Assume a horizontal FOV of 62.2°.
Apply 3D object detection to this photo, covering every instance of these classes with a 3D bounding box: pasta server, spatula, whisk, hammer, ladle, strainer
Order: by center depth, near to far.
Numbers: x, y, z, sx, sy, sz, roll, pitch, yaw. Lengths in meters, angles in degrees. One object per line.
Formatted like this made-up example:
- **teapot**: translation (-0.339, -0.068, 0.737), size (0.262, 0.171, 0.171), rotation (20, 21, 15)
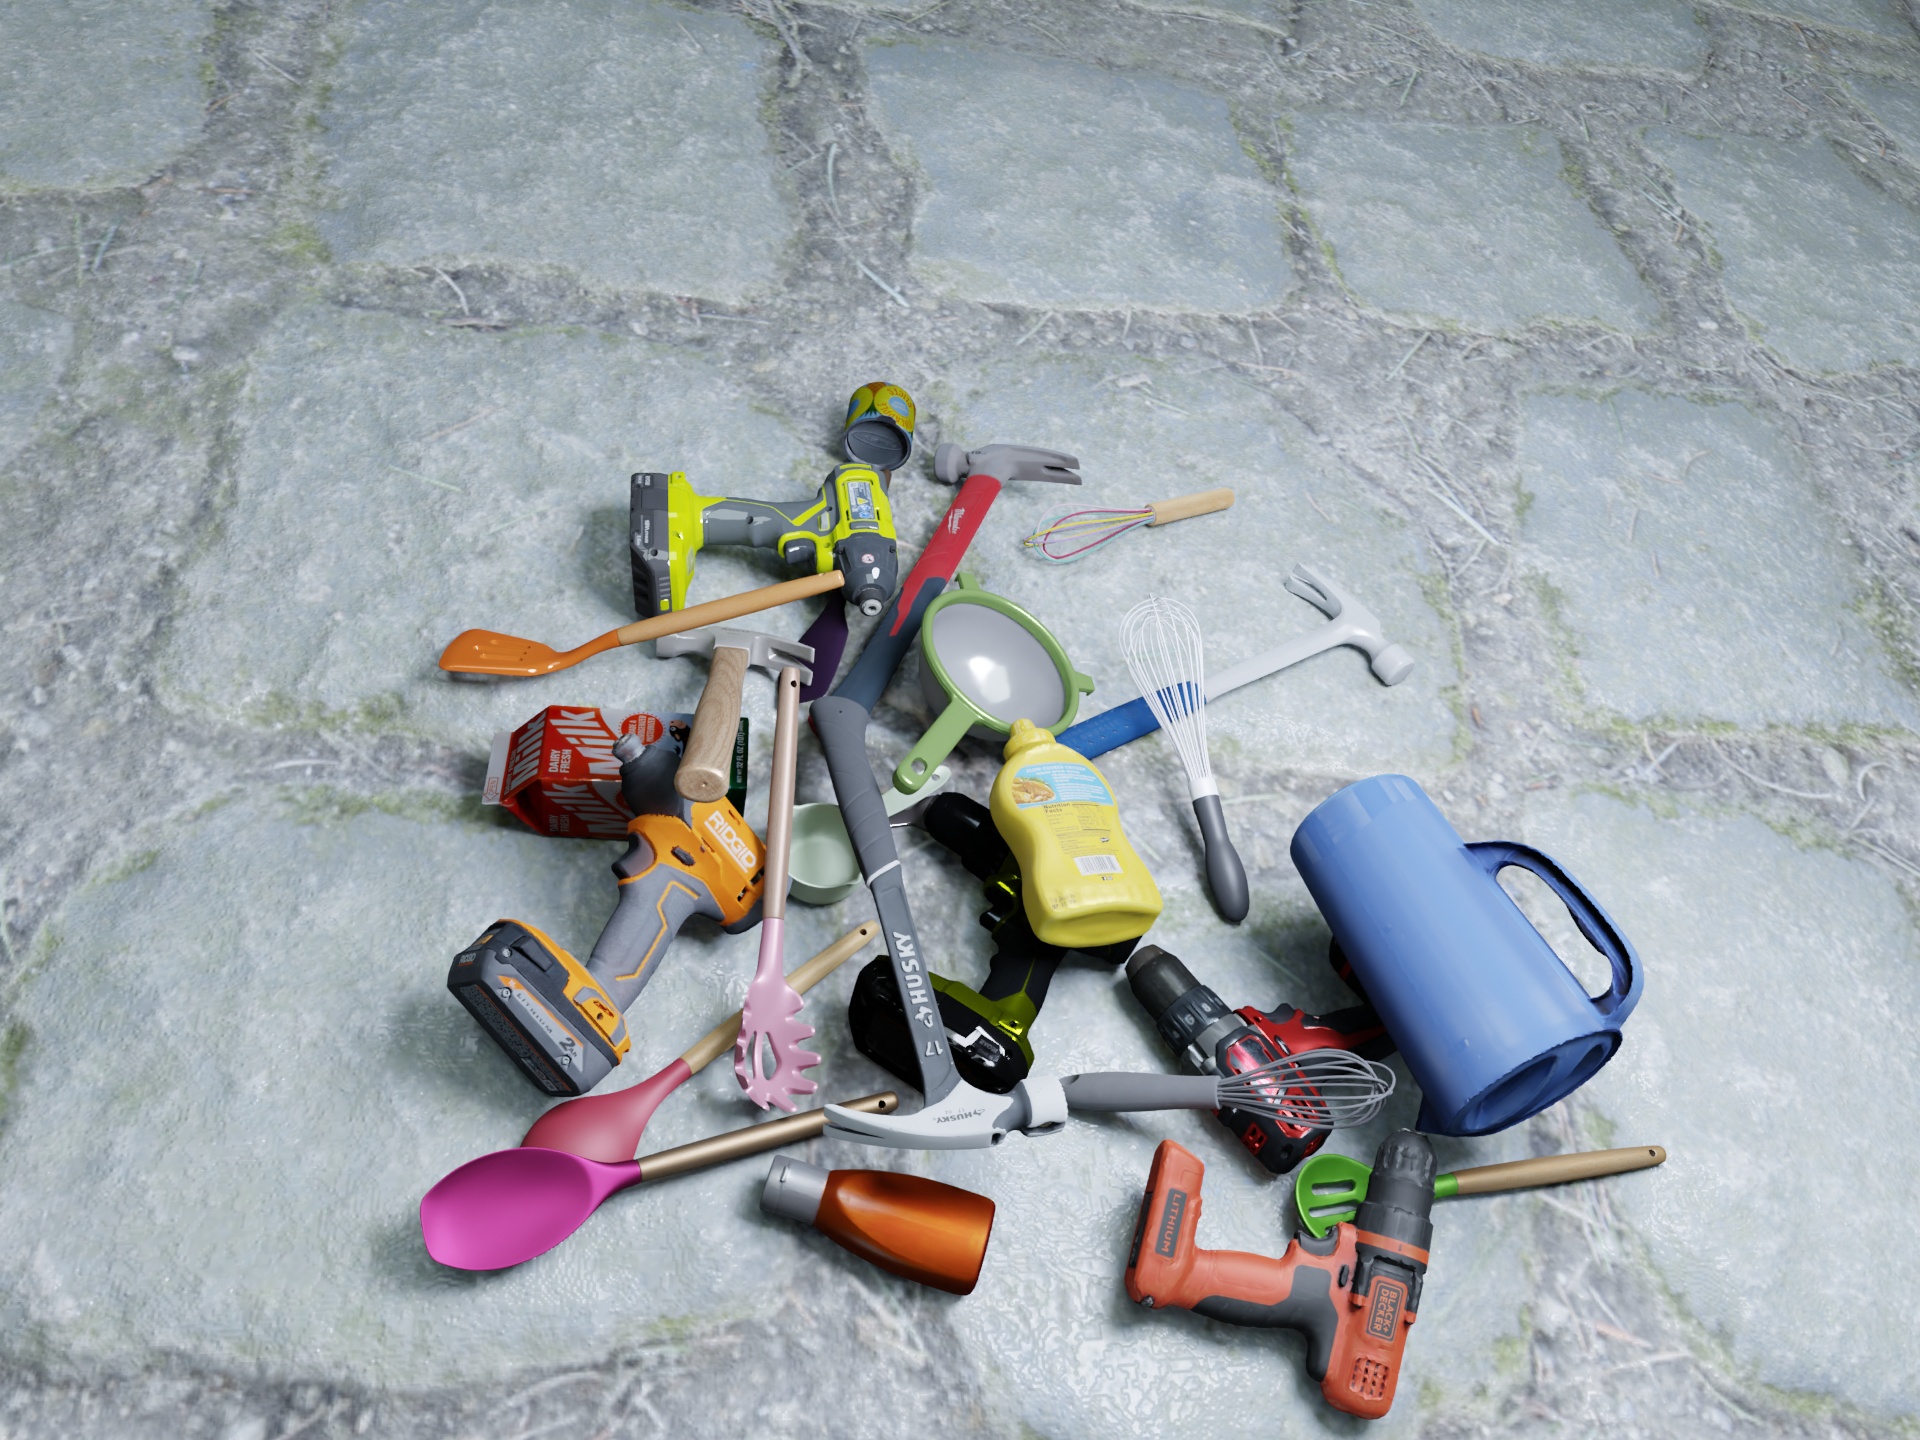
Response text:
- **whisk**: translation (0.176, 0.252, 1.087), size (0.239, 0.055, 0.055), rotation (-6, 45, 22)
- **ladle**: translation (-0.170, 0.226, 1.098), size (0.069, 0.031, 0.315), rotation (45, 53, 14)
- **pasta server**: translation (-0.125, 0.111, 1.109), size (0.060, 0.040, 0.316), rotation (15, 68, -34)
- **hammer**: translation (-0.055, 0.124, 1.111), size (0.149, 0.036, 0.409), rotation (-6, 43, -14)
- **hammer**: translation (-0.176, -0.013, 1.185), size (0.130, 0.031, 0.331), rotation (5, 19, -6)
- **spatula**: translation (-0.250, -0.080, 1.258), size (0.322, 0.041, 0.081), rotation (-14, 24, 7)
- **strainer**: translation (-0.002, -0.004, 1.271), size (0.151, 0.069, 0.256), rotation (41, 41, -2)
- **whisk**: translation (0.190, 0.027, 1.298), size (0.070, 0.070, 0.285), rotation (-6, 71, -18)
- **hammer**: translation (-0.019, -0.114, 1.386), size (0.143, 0.038, 0.386), rotation (9, 48, 23)
- **hammer**: translation (0.212, -0.031, 1.394), size (0.405, 0.035, 0.144), rotation (-22, 59, -28)
- **spatula**: translation (-0.103, -0.124, 1.402), size (0.060, 0.018, 0.316), rotation (-10, 41, 25)
- **whisk**: translation (0.165, -0.192, 1.514), size (0.245, 0.047, 0.051), rotation (-16, 55, -28)

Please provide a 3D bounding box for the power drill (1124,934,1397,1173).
- **power drill**: translation (0.251, 0.207, 1.182), size (0.226, 0.080, 0.188), rotation (-27, 61, -27)

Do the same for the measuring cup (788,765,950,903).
- **measuring cup**: translation (-0.073, 0.084, 1.229), size (0.167, 0.038, 0.083), rotation (-31, 64, -32)

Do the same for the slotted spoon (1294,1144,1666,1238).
- **slotted spoon**: translation (0.375, 0.331, 1.138), size (0.313, 0.031, 0.070), rotation (-3, 58, -18)

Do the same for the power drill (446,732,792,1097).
- **power drill**: translation (-0.236, 0.125, 1.088), size (0.164, 0.084, 0.226), rotation (53, 53, -15)

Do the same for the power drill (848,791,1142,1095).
- **power drill**: translation (0.017, 0.160, 1.165), size (0.190, 0.080, 0.228), rotation (30, 48, 12)

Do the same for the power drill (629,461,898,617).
- **power drill**: translation (-0.166, -0.149, 1.356), size (0.223, 0.080, 0.171), rotation (-2, 46, -8)

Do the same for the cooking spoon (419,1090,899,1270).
- **cooking spoon**: translation (-0.184, 0.285, 1.029), size (0.318, 0.017, 0.069), rotation (-9, 75, -27)

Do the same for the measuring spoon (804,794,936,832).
- **measuring spoon**: translation (-0.063, 0.074, 1.253), size (0.124, 0.018, 0.034), rotation (-2, 52, -14)
